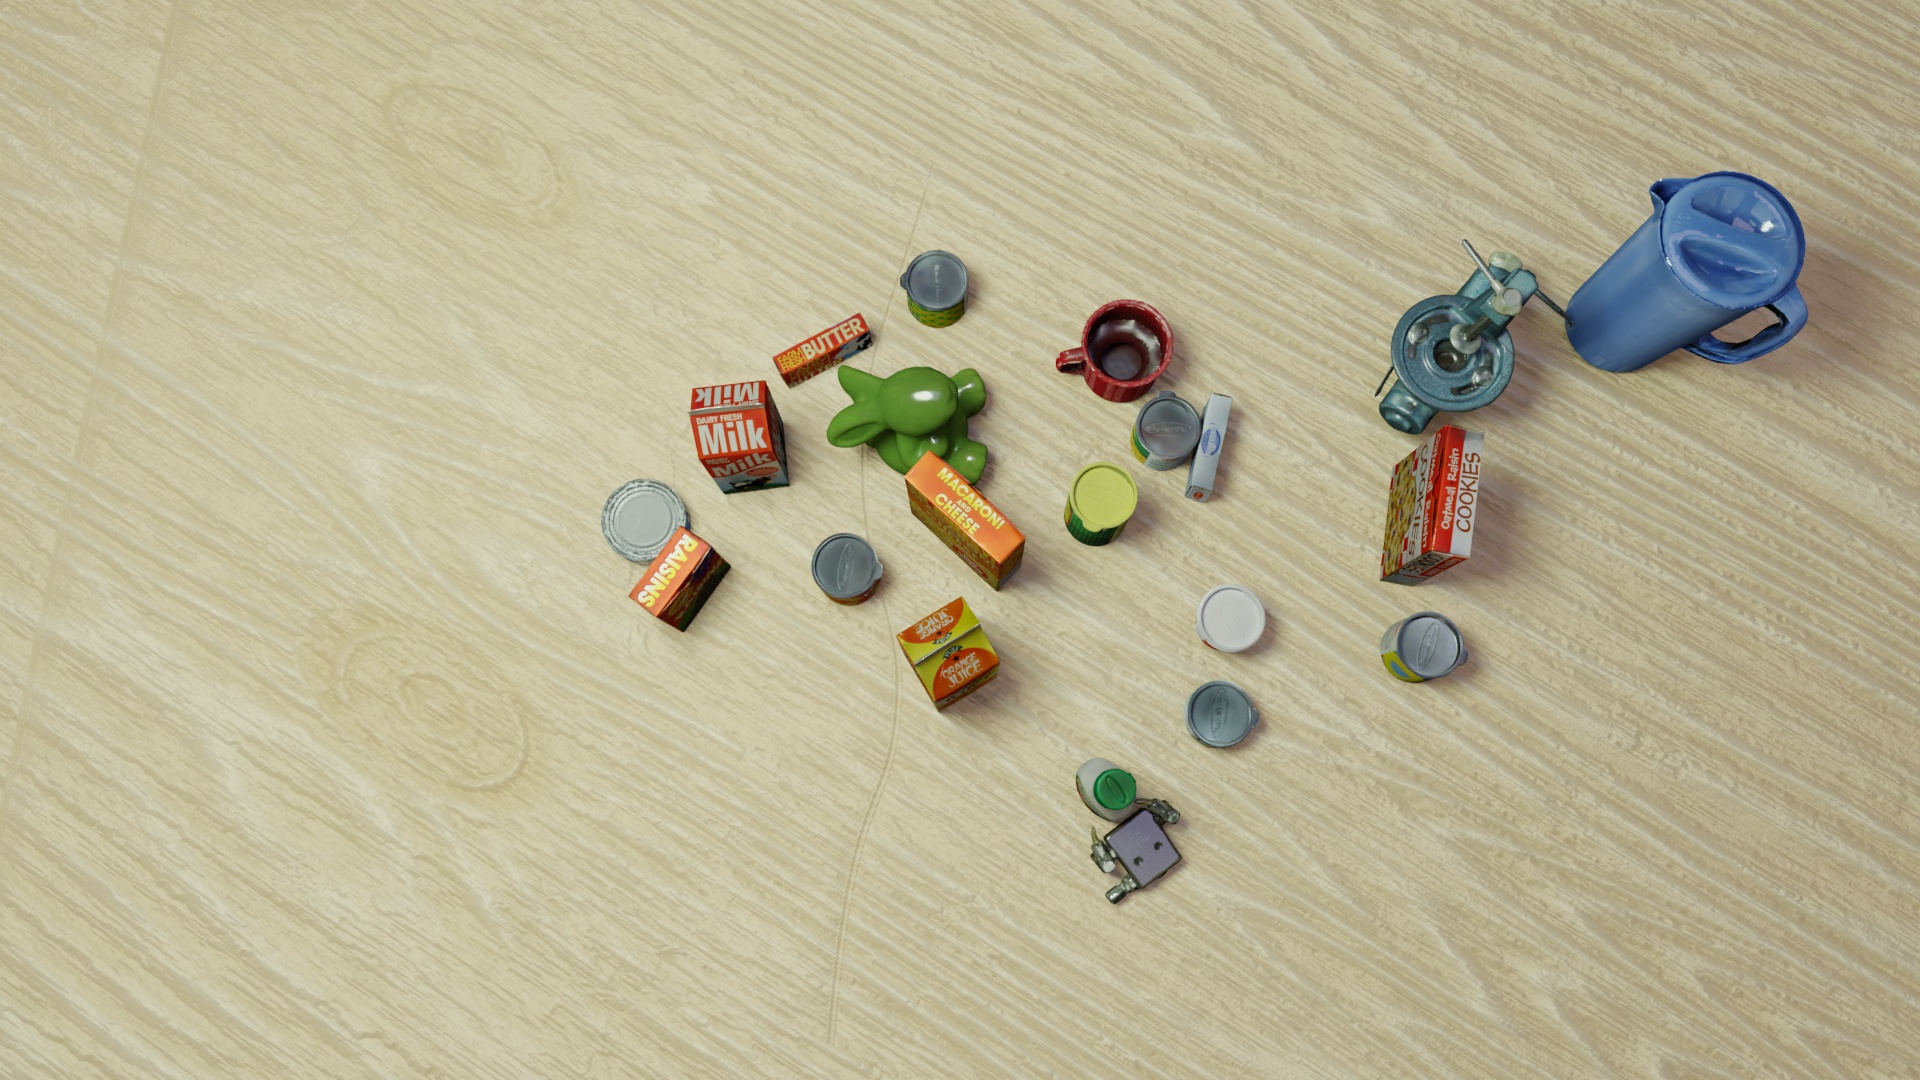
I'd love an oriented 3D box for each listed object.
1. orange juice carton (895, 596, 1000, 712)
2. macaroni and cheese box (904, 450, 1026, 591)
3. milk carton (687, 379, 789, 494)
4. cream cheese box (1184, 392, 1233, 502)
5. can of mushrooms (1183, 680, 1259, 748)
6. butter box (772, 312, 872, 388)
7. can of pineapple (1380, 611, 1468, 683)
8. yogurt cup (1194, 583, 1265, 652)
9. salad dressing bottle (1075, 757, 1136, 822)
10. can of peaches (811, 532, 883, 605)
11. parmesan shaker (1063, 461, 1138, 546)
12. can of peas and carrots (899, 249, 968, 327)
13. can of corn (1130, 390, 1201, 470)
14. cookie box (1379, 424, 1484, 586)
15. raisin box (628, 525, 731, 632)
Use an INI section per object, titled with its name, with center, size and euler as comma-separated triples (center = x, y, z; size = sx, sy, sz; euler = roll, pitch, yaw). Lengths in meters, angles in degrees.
[orange juice carton]
center = -0.011, 0.108, 1.311
size = 0.072, 0.192, 0.073
euler = -30, 80, -5
[macaroni and cheese box]
center = 0.005, -0.017, 1.350
size = 0.124, 0.166, 0.040
euler = 42, 82, 8
[milk carton]
center = -0.215, -0.104, 1.355
size = 0.072, 0.190, 0.073
euler = -7, 79, -1
[cream cheese box]
center = 0.254, -0.095, 1.423
size = 0.024, 0.053, 0.104
euler = 14, 79, 3
[can of mushrooms]
center = 0.258, 0.173, 1.379
size = 0.071, 0.033, 0.071
euler = 0, 79, 0
[butter box]
center = -0.143, -0.197, 1.445
size = 0.103, 0.053, 0.024
euler = -28, 80, -5
[can of pineapple]
center = 0.459, 0.108, 1.380
size = 0.071, 0.057, 0.071
euler = 0, 79, 0
[yogurt cup]
center = 0.266, 0.080, 1.387
size = 0.072, 0.054, 0.072
euler = 0, 79, 0
[salad dressing bottle]
center = 0.139, 0.234, 1.308
size = 0.044, 0.147, 0.064
euler = -33, 81, -6
[can of peaches]
center = -0.112, 0.030, 1.395
size = 0.071, 0.058, 0.071
euler = 0, 79, 0
[parmesan shaker]
center = 0.137, -0.032, 1.385
size = 0.071, 0.103, 0.071
euler = 0, 79, 0
[can of peas and carrots]
center = -0.027, -0.262, 1.455
size = 0.071, 0.058, 0.071
euler = 0, 79, 0
[can of corn]
center = 0.209, -0.112, 1.424
size = 0.071, 0.058, 0.071
euler = 0, 79, 0
[cookie box]
center = 0.455, -0.030, 1.352
size = 0.040, 0.167, 0.123
euler = 10, 79, 2
[raisin box]
center = -0.273, 0.040, 1.360
size = 0.040, 0.123, 0.086
euler = 35, 81, 6
